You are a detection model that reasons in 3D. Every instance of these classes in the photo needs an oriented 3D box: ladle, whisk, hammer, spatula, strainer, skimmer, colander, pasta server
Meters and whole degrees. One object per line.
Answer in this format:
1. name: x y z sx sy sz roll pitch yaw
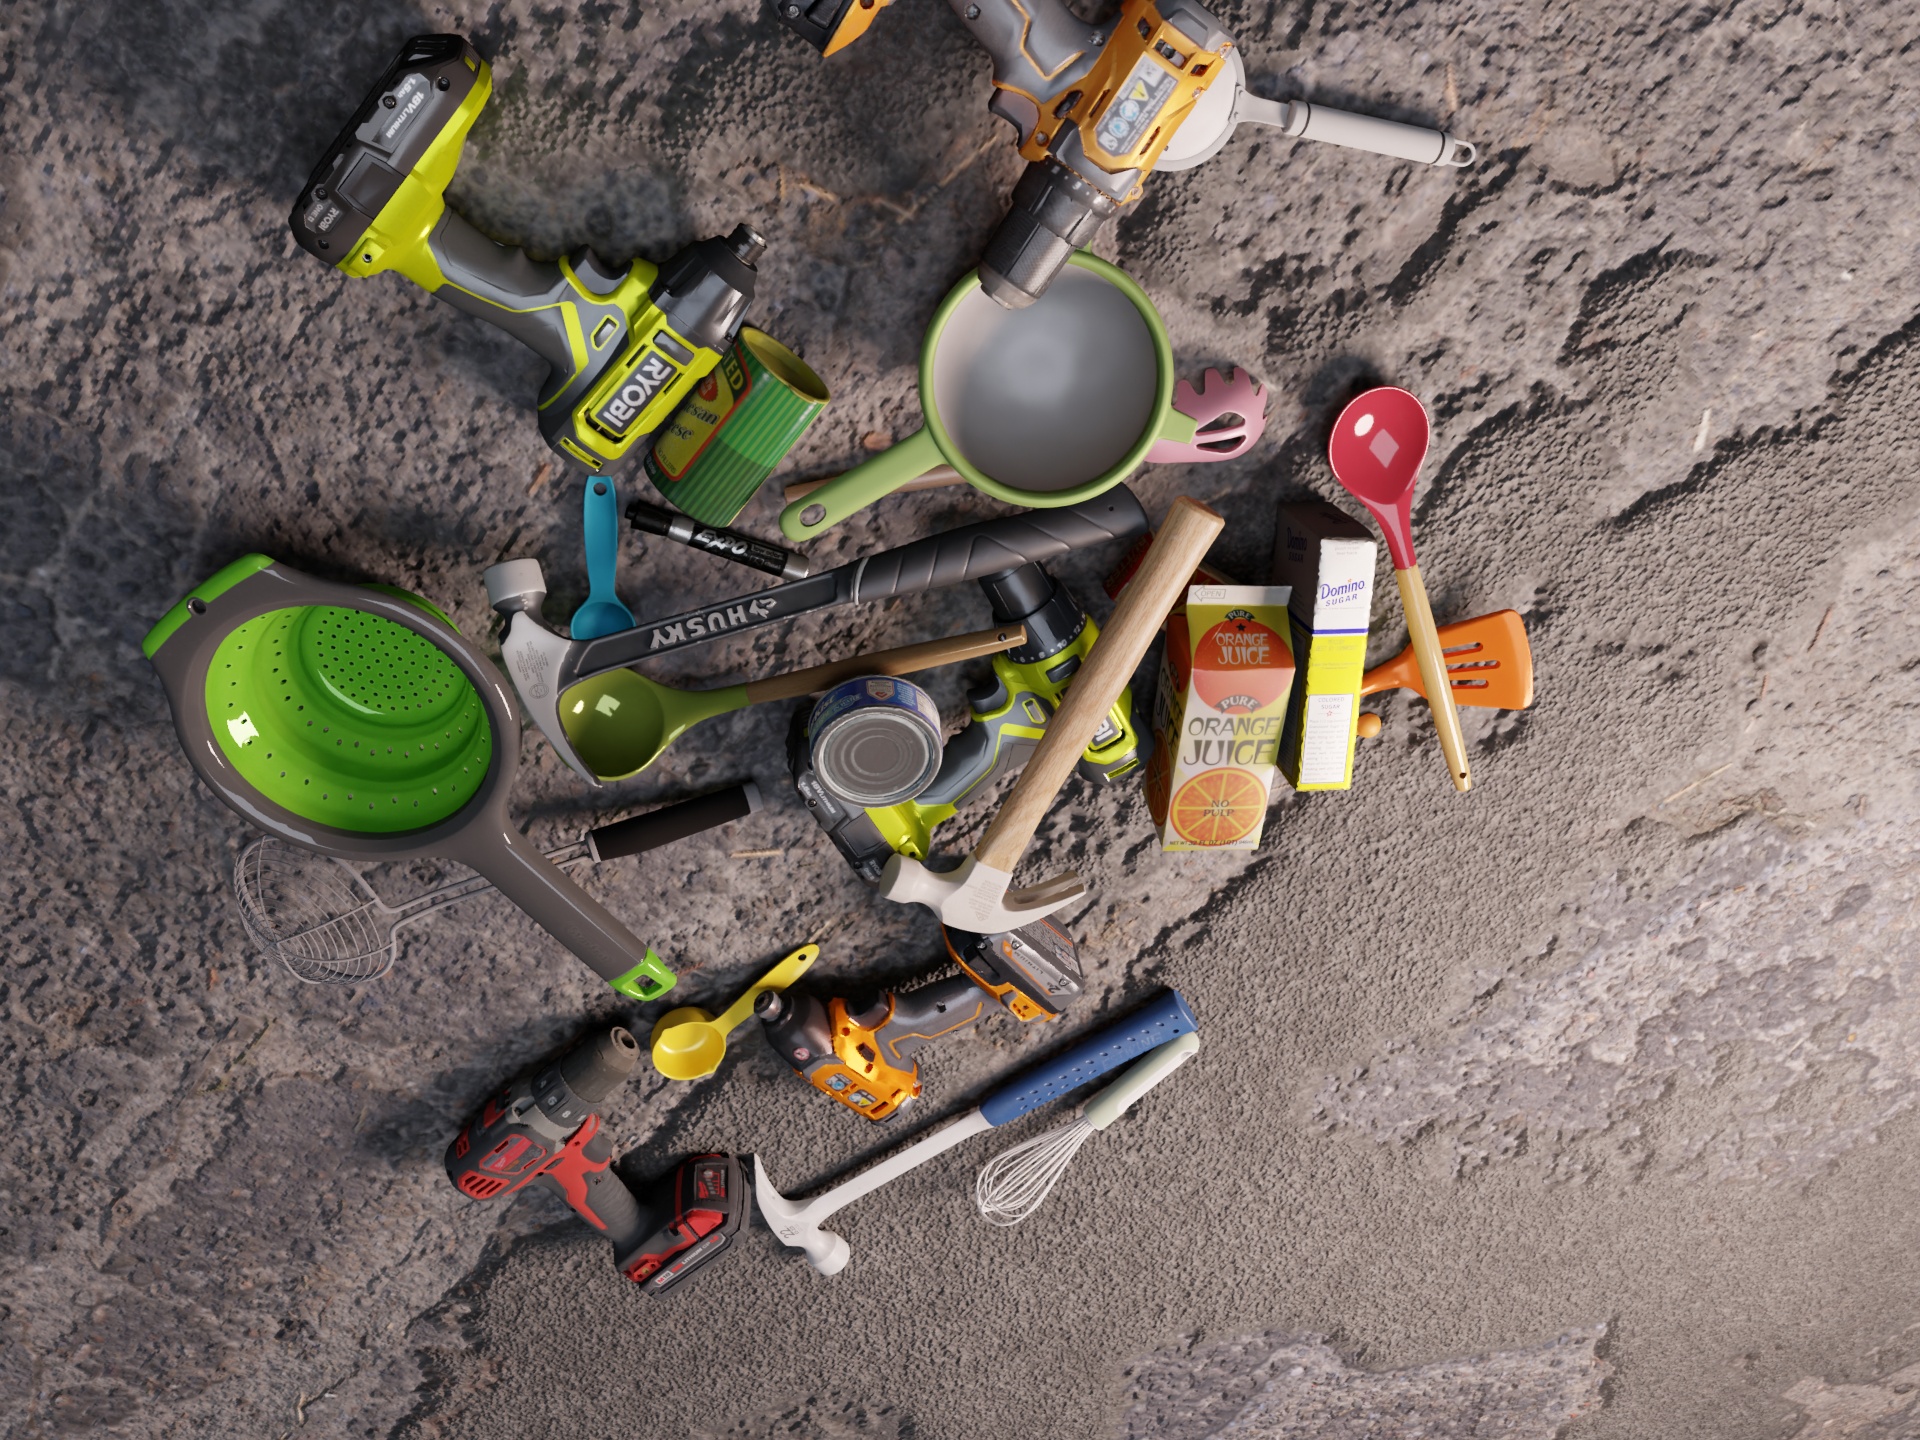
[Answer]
1. ladle: -0.115 -0.023 1.026 0.320 0.062 0.078 -12 87 12
2. whisk: 0.107 0.343 1.350 0.246 0.059 0.057 -42 143 11
3. hammer: -0.079 -0.077 0.992 0.409 0.036 0.149 -16 87 -5
4. spatula: 0.248 -0.007 1.149 0.322 0.041 0.081 -16 115 2
5. strainer: 0.187 -0.350 0.916 0.258 0.050 0.087 5 107 -17
6. skimmer: -0.322 0.093 1.118 0.363 0.090 0.127 -18 120 -11
7. hammer: 0.077 0.004 1.046 0.130 0.031 0.331 22 111 -22
8. ladle: 0.313 -0.084 1.091 0.069 0.031 0.315 -19 114 5
9. colander: -0.322 0.036 1.028 0.204 0.095 0.396 -31 119 19
10. hammer: 0.010 0.334 1.332 0.405 0.035 0.144 -31 123 10
11. strainer: 0.003 -0.183 0.965 0.256 0.069 0.151 -29 106 8
12. pasta server: 0.044 -0.171 1.016 0.316 0.040 0.060 -9 124 0

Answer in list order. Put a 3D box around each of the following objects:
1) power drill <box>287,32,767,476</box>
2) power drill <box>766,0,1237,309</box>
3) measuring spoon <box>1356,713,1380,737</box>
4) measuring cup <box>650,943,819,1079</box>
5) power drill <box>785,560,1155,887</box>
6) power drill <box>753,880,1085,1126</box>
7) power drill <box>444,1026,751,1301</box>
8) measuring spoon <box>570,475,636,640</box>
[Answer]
1. power drill: -0.231 -0.259 0.878 0.223 0.080 0.171 35 111 -32
2. power drill: 0.006 -0.345 0.840 0.226 0.084 0.185 30 111 -17
3. measuring spoon: 0.257 0.014 1.182 0.117 0.011 0.021 -11 124 -3
4. measuring cup: -0.175 0.218 1.235 0.156 0.029 0.062 -39 124 1
5. power drill: -0.002 -0.003 1.086 0.228 0.080 0.190 -30 118 7
6. power drill: -0.038 0.210 1.214 0.226 0.084 0.164 -36 125 18
7. power drill: -0.269 0.349 1.269 0.188 0.080 0.226 -40 118 15
8. measuring spoon: -0.229 -0.102 1.018 0.042 0.021 0.128 0 114 -10
